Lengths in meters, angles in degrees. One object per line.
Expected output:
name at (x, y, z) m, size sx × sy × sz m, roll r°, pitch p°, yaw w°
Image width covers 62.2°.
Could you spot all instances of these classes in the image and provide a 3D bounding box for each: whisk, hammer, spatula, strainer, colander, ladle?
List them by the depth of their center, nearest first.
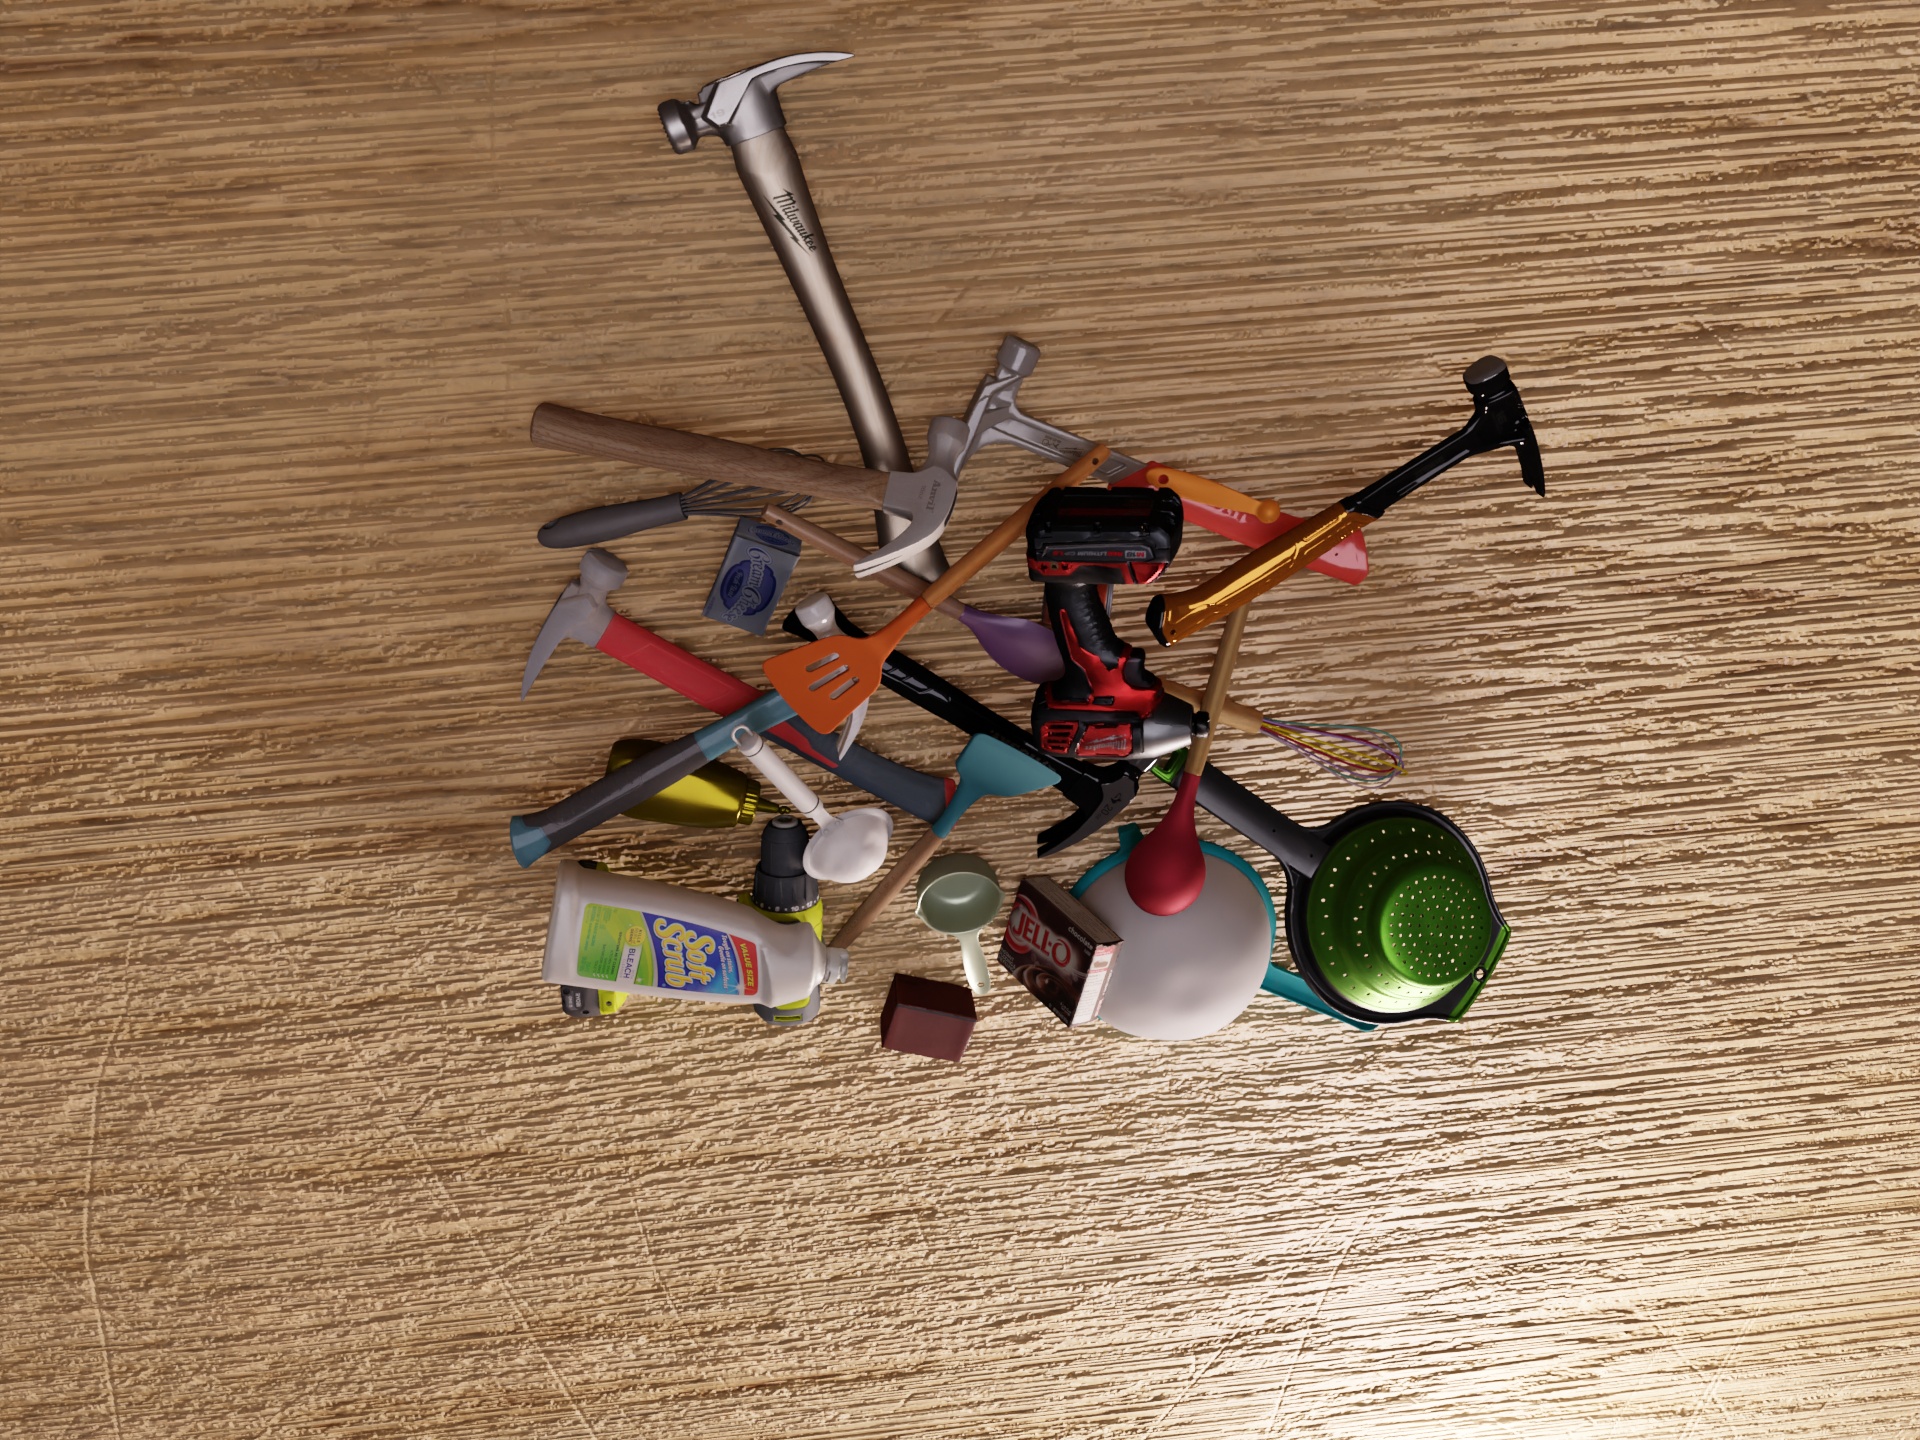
hammer at (-0.166, -0.192, 1.206) m, size 0.331 × 0.031 × 0.130 m, roll 11°, pitch 78°, yaw 6°
hammer at (-0.082, -0.292, 1.217) m, size 0.146 × 0.038 × 0.410 m, roll -20°, pitch 115°, yaw 3°
spatula at (-0.011, -0.112, 1.255) m, size 0.322 × 0.041 × 0.081 m, roll -40°, pitch 111°, yaw 1°
whisk at (-0.221, -0.172, 1.256) m, size 0.239 × 0.055 × 0.055 m, roll -12°, pitch 115°, yaw 5°
hammer at (0.302, -0.151, 1.272) m, size 0.337 × 0.034 × 0.127 m, roll -31°, pitch 123°, yaw 7°
spatula at (-0.023, -0.098, 1.286) m, size 0.315 × 0.018 × 0.059 m, roll 26°, pitch 130°, yaw -25°
hammer at (0.167, -0.178, 1.293) m, size 0.359 × 0.037 × 0.149 m, roll 20°, pitch 111°, yaw -13°
hammer at (-0.224, 0.026, 1.300) m, size 0.331 × 0.033 × 0.128 m, roll -28°, pitch 112°, yaw 3°
strainer at (-0.120, 0.077, 1.316) m, size 0.087 × 0.050 × 0.258 m, roll -37°, pitch 137°, yaw 1°
hammer at (-0.174, 0.007, 1.345) m, size 0.386 × 0.038 × 0.143 m, roll 29°, pitch 110°, yaw -17°
hammer at (-0.002, -0.004, 1.351) m, size 0.334 × 0.035 × 0.146 m, roll 31°, pitch 117°, yaw -15°
ladle at (0.206, 0.020, 1.355) m, size 0.069 × 0.031 × 0.315 m, roll 15°, pitch 98°, yaw 2°
spatula at (-0.035, 0.118, 1.371) m, size 0.082 × 0.044 × 0.317 m, roll 29°, pitch 123°, yaw -17°
whisk at (0.281, 0.008, 1.386) m, size 0.245 × 0.047 × 0.051 m, roll 18°, pitch 113°, yaw -10°
colander at (0.332, 0.131, 1.392) m, size 0.397 × 0.094 × 0.204 m, roll 34°, pitch 84°, yaw -10°
strainer at (0.251, 0.242, 1.462) m, size 0.340 × 0.095 × 0.211 m, roll 22°, pitch 111°, yaw -13°

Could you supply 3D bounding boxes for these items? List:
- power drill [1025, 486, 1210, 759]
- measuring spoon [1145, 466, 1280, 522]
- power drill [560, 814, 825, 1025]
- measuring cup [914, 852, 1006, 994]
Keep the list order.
power drill at (0.123, -0.067, 1.241) m, size 0.143 × 0.079 × 0.219 m, roll 3°, pitch 122°, yaw 13°
measuring spoon at (0.202, -0.179, 1.268) m, size 0.117 × 0.011 × 0.021 m, roll 15°, pitch 112°, yaw -11°
power drill at (-0.234, 0.177, 1.397) m, size 0.228 × 0.080 × 0.190 m, roll -2°, pitch 110°, yaw -7°
measuring cup at (0.005, 0.186, 1.451) m, size 0.083 × 0.038 × 0.167 m, roll -12°, pitch 130°, yaw 1°
